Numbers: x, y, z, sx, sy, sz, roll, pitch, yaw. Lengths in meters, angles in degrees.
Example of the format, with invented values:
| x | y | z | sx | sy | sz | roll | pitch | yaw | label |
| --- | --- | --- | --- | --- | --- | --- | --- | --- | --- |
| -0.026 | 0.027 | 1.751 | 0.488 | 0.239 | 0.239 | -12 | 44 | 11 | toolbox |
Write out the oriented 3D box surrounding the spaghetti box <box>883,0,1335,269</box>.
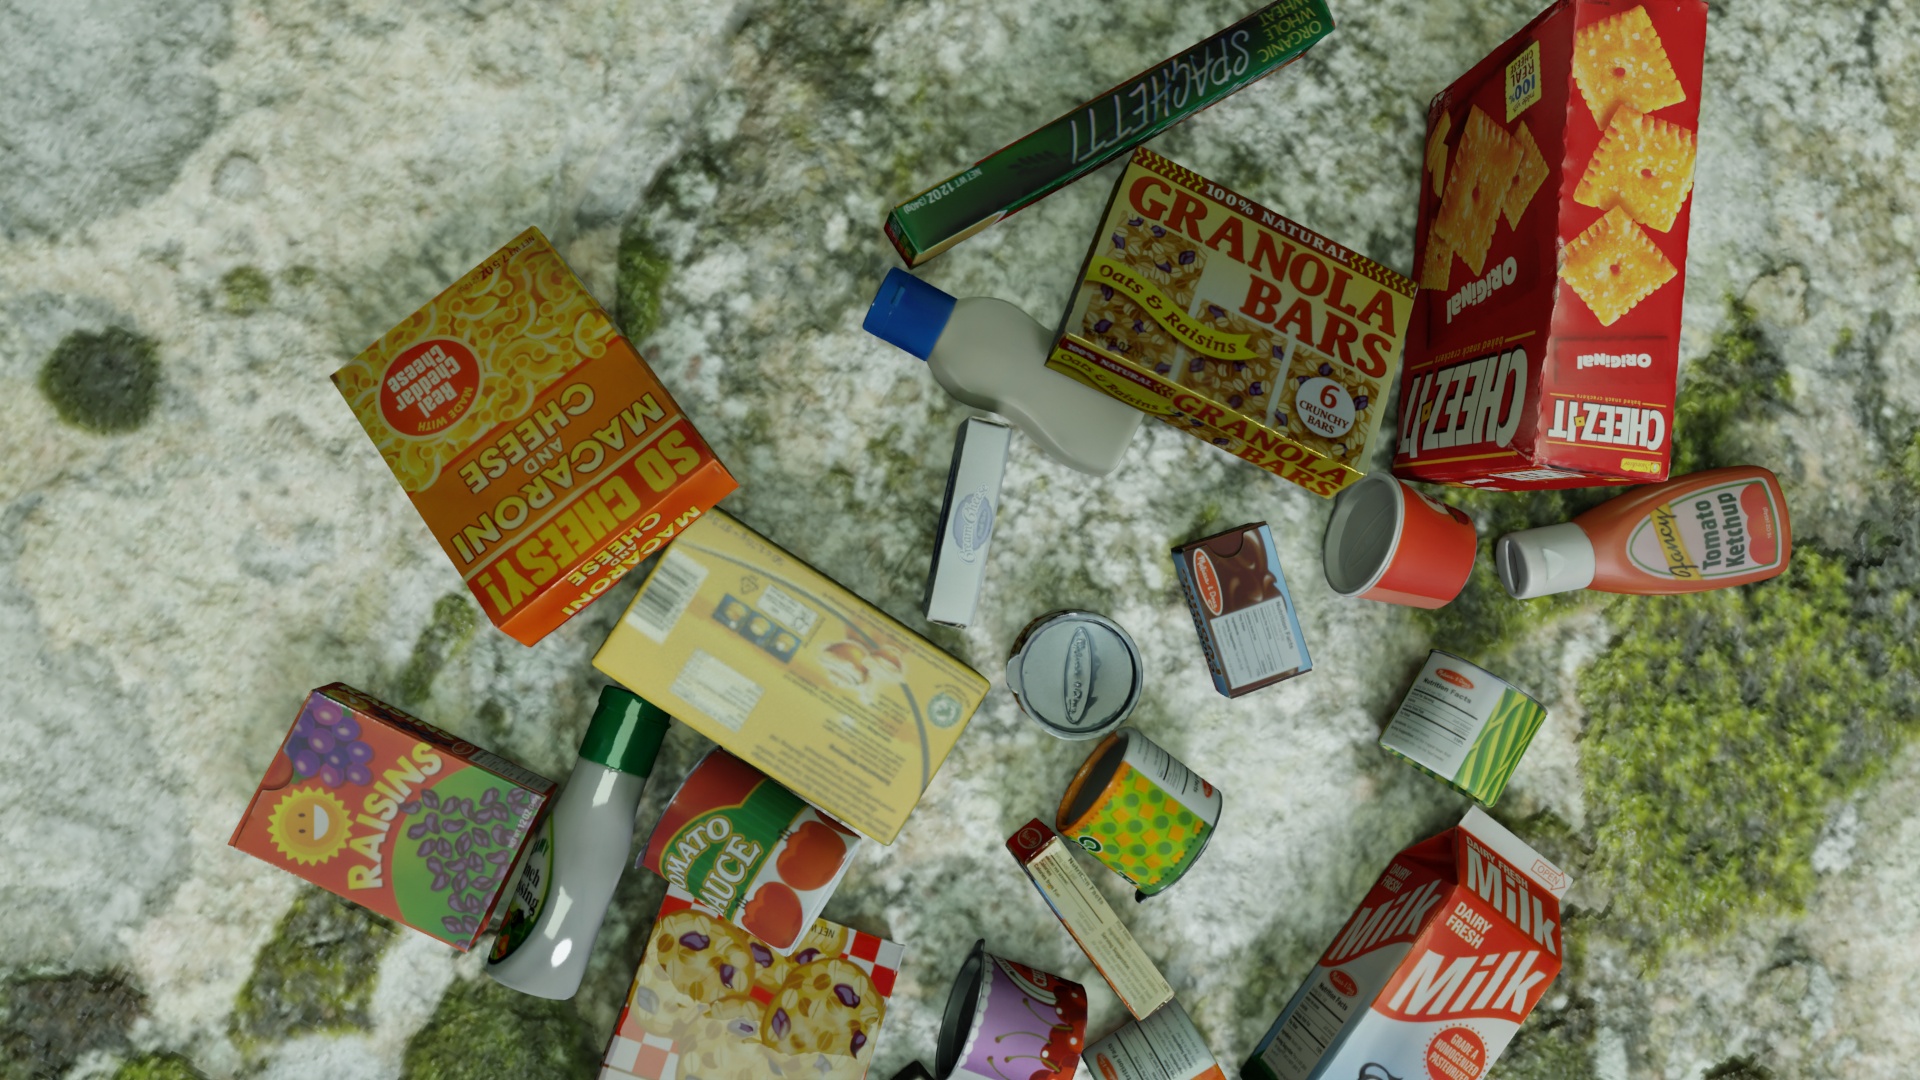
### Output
| x | y | z | sx | sy | sz | roll | pitch | yaw | label |
| --- | --- | --- | --- | --- | --- | --- | --- | --- | --- |
| 0.076 | -0.213 | 0.714 | 0.250 | 0.050 | 0.028 | -30 | 95 | -6 | spaghetti box |

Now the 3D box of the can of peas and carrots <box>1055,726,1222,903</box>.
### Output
| x | y | z | sx | sy | sz | roll | pitch | yaw | label |
| --- | --- | --- | --- | --- | --- | --- | --- | --- | --- |
| 0.089 | 0.139 | 0.708 | 0.059 | 0.071 | 0.071 | 37 | 87 | -5 | can of peas and carrots |

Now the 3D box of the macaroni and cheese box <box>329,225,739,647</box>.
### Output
| x | y | z | sx | sy | sz | roll | pitch | yaw | label |
| --- | --- | --- | --- | --- | --- | --- | --- | --- | --- |
| -0.201 | -0.052 | 0.656 | 0.124 | 0.040 | 0.167 | -38 | 69 | -5 | macaroni and cheese box |

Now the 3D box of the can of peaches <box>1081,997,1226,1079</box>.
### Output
| x | y | z | sx | sy | sz | roll | pitch | yaw | label |
| --- | --- | --- | --- | --- | --- | --- | --- | --- | --- |
| 0.103 | 0.278 | 0.712 | 0.058 | 0.071 | 0.071 | -30 | 94 | -6 | can of peaches |

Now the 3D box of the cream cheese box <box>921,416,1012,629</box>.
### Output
| x | y | z | sx | sy | sz | roll | pitch | yaw | label |
| --- | --- | --- | --- | --- | --- | --- | --- | --- | --- |
| 0.003 | -0.009 | 0.704 | 0.024 | 0.053 | 0.103 | 12 | 89 | -4 | cream cheese box |

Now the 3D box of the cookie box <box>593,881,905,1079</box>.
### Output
| x | y | z | sx | sy | sz | roll | pitch | yaw | label |
| --- | --- | --- | --- | --- | --- | --- | --- | --- | --- |
| -0.112 | 0.260 | 0.675 | 0.123 | 0.040 | 0.168 | 20 | 70 | -6 | cookie box |

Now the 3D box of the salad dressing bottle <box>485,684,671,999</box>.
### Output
| x | y | z | sx | sy | sz | roll | pitch | yaw | label |
| --- | --- | --- | --- | --- | --- | --- | --- | --- | --- |
| -0.184 | 0.146 | 0.683 | 0.044 | 0.064 | 0.148 | 24 | 79 | -25 | salad dressing bottle |

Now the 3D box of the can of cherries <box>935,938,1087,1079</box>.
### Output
| x | y | z | sx | sy | sz | roll | pitch | yaw | label |
| --- | --- | --- | --- | --- | --- | --- | --- | --- | --- |
| 0.026 | 0.245 | 0.702 | 0.058 | 0.071 | 0.071 | 20 | 88 | -6 | can of cherries |

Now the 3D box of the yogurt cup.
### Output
| x | y | z | sx | sy | sz | roll | pitch | yaw | label |
| --- | --- | --- | --- | --- | --- | --- | --- | --- | --- |
| 0.231 | 0.003 | 0.726 | 0.054 | 0.072 | 0.072 | 16 | 89 | -14 | yogurt cup |

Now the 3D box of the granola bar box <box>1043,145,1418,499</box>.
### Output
| x | y | z | sx | sy | sz | roll | pitch | yaw | label |
| --- | --- | --- | --- | --- | --- | --- | --- | --- | --- |
| 0.139 | -0.111 | 0.708 | 0.165 | 0.039 | 0.125 | 25 | 66 | -6 | granola bar box |

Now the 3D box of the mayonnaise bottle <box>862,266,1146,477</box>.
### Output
| x | y | z | sx | sy | sz | roll | pitch | yaw | label |
| --- | --- | --- | --- | --- | --- | --- | --- | --- | --- |
| 0.023 | -0.091 | 0.713 | 0.148 | 0.041 | 0.065 | 27 | 80 | -5 | mayonnaise bottle |

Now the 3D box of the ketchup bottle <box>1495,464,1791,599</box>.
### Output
| x | y | z | sx | sy | sz | roll | pitch | yaw | label |
| --- | --- | --- | --- | --- | --- | --- | --- | --- | --- |
| 0.367 | 0.001 | 0.751 | 0.149 | 0.043 | 0.064 | -10 | 92 | -6 | ketchup bottle |

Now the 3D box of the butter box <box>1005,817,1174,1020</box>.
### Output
| x | y | z | sx | sy | sz | roll | pitch | yaw | label |
| --- | --- | --- | --- | --- | --- | --- | --- | --- | --- |
| 0.065 | 0.193 | 0.712 | 0.024 | 0.053 | 0.103 | -37 | 95 | -7 | butter box |

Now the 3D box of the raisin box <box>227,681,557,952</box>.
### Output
| x | y | z | sx | sy | sz | roll | pitch | yaw | label |
| --- | --- | --- | --- | --- | --- | --- | --- | --- | --- |
| -0.275 | 0.134 | 0.680 | 0.123 | 0.040 | 0.086 | 27 | 88 | -5 | raisin box |

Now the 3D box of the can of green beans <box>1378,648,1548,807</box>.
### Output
| x | y | z | sx | sy | sz | roll | pitch | yaw | label |
| --- | --- | --- | --- | --- | --- | --- | --- | --- | --- |
| 0.262 | 0.098 | 0.728 | 0.071 | 0.071 | 0.058 | 31 | 88 | -6 | can of green beans |

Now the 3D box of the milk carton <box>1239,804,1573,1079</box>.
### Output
| x | y | z | sx | sy | sz | roll | pitch | yaw | label |
| --- | --- | --- | --- | --- | --- | --- | --- | --- | --- |
| 0.238 | 0.234 | 0.722 | 0.072 | 0.073 | 0.190 | 37 | 86 | -5 | milk carton |

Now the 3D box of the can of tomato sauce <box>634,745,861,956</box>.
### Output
| x | y | z | sx | sy | sz | roll | pitch | yaw | label |
| --- | --- | --- | --- | --- | --- | --- | --- | --- | --- |
| -0.099 | 0.149 | 0.660 | 0.083 | 0.071 | 0.071 | 31 | 87 | 6 | can of tomato sauce |

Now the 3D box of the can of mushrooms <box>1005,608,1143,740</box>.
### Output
| x | y | z | sx | sy | sz | roll | pitch | yaw | label |
| --- | --- | --- | --- | --- | --- | --- | --- | --- | --- |
| 0.056 | 0.068 | 0.721 | 0.071 | 0.033 | 0.071 | 0 | 91 | -7 | can of mushrooms |

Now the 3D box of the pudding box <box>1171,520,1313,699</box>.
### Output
| x | y | z | sx | sy | sz | roll | pitch | yaw | label |
| --- | --- | --- | --- | --- | --- | --- | --- | --- | --- |
| 0.148 | 0.036 | 0.733 | 0.050 | 0.030 | 0.083 | -19 | 92 | -5 | pudding box |
